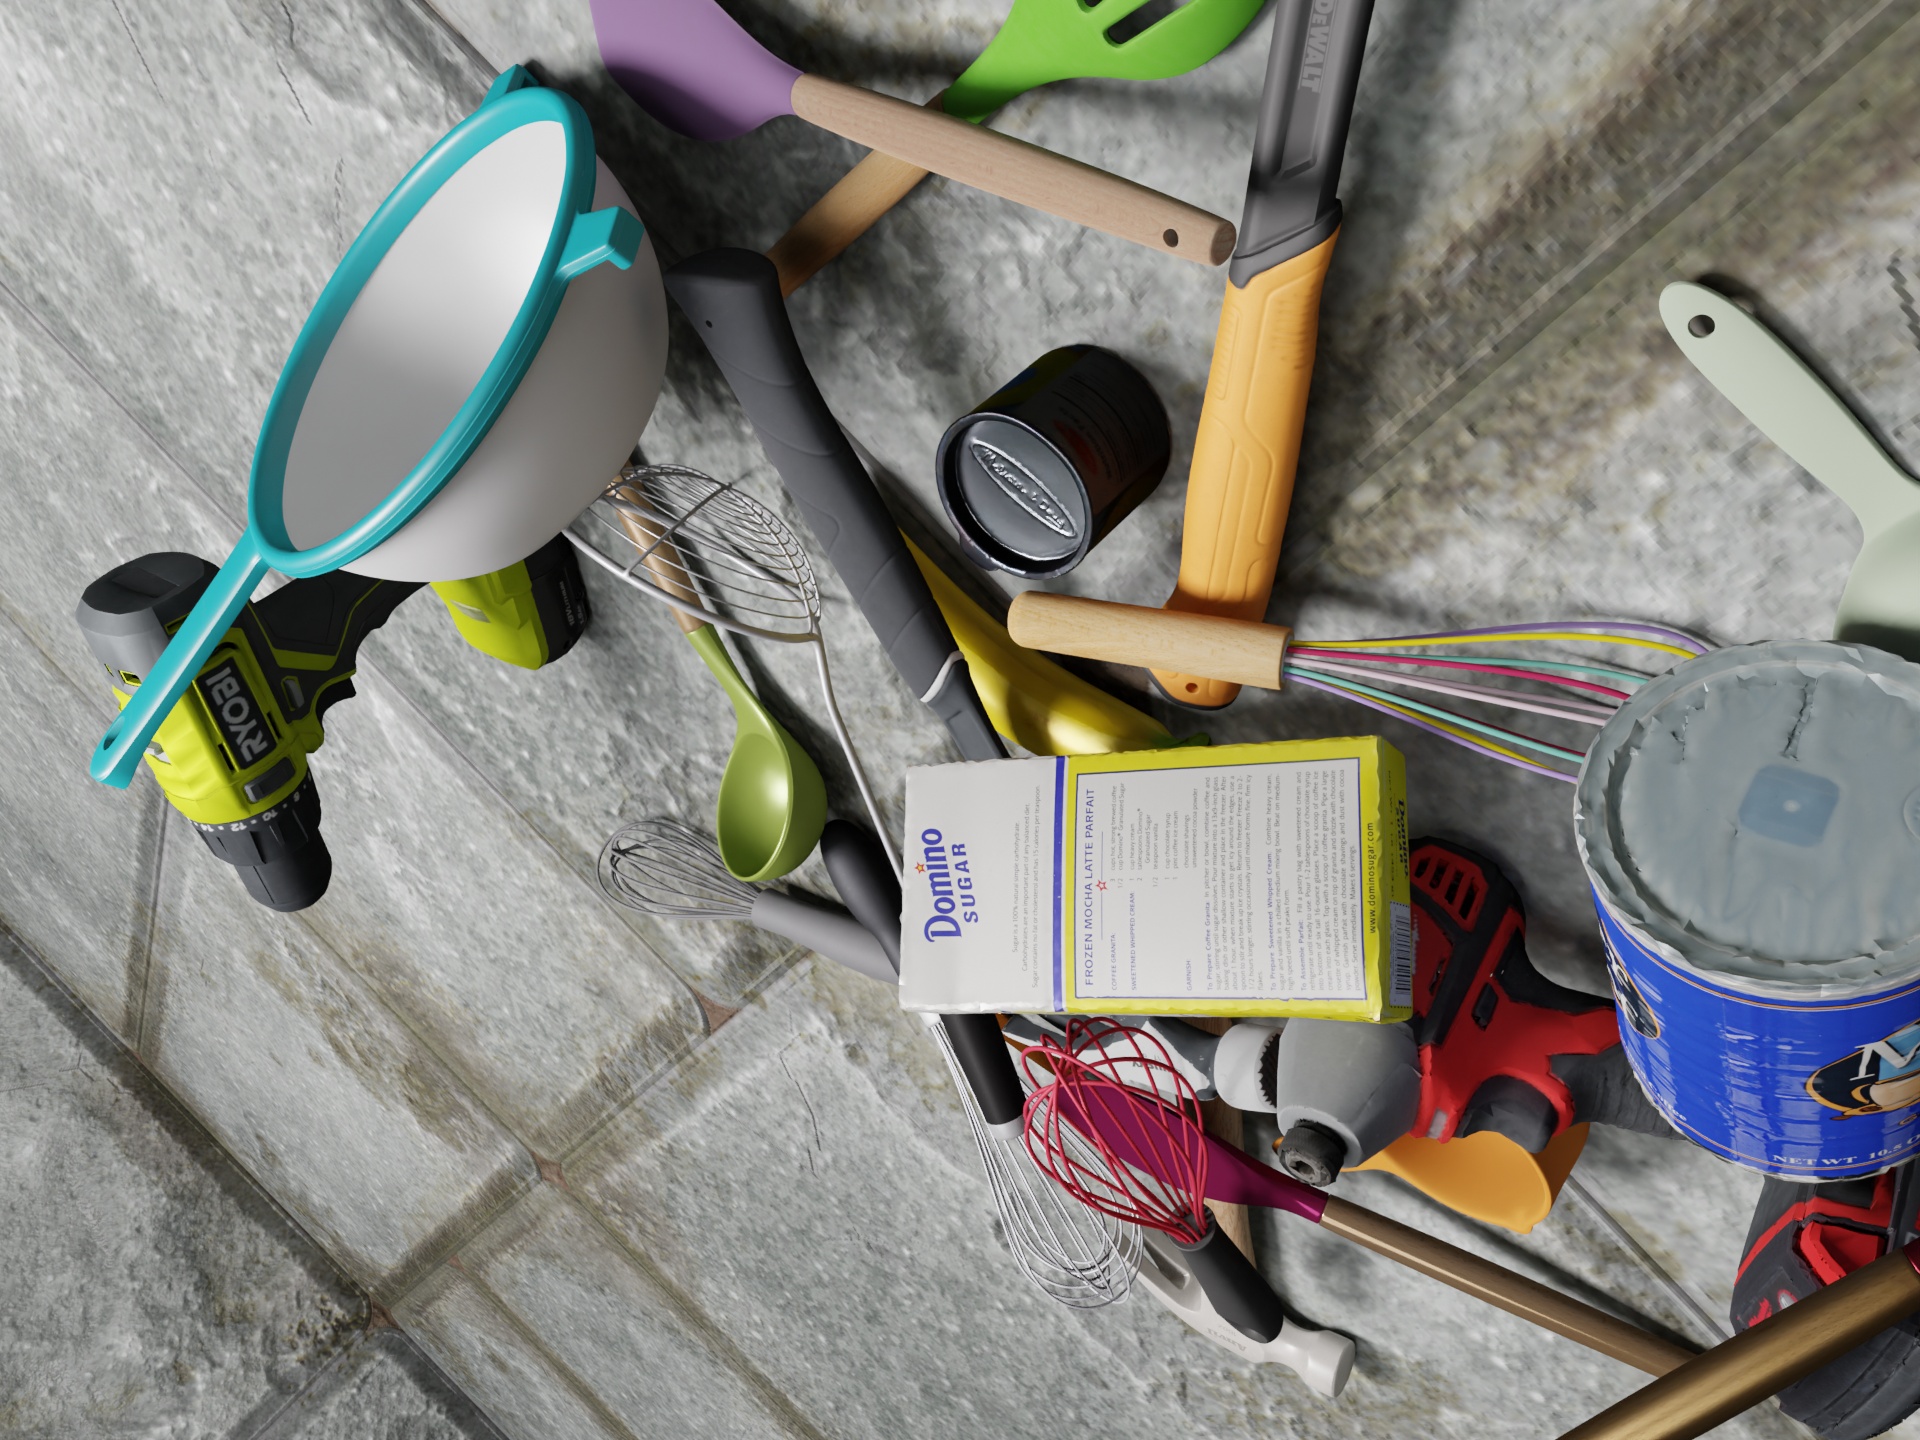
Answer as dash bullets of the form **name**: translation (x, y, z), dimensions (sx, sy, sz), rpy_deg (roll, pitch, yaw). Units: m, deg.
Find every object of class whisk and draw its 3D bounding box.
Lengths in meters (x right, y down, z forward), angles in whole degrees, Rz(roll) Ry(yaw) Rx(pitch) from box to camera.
- **whisk**: translation (-0.112, 0.109, 0.903), dimensions (0.239, 0.055, 0.055), rpy_deg (16, 134, 28)
- **whisk**: translation (0.005, 0.174, 0.817), dimensions (0.285, 0.070, 0.070), rpy_deg (58, 143, 7)
- **whisk**: translation (0.097, 0.217, 0.708), dimensions (0.073, 0.073, 0.295), rpy_deg (11, 148, 36)
- **whisk**: translation (0.131, -0.013, 0.534), dimensions (0.245, 0.051, 0.047), rpy_deg (11, 144, 22)

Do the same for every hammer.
- **hammer**: translation (0.104, -0.124, 0.488), dimensions (0.127, 0.034, 0.336), rpy_deg (16, 139, 12)
- **hammer**: translation (-0.001, -0.002, 0.644), dimensions (0.149, 0.036, 0.408), rpy_deg (-4, 123, 48)
- **hammer**: translation (0.123, 0.206, 0.784), dimensions (0.130, 0.031, 0.331), rpy_deg (14, 132, 34)

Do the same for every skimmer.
- **skimmer**: translation (-0.069, 0.047, 0.731), dimensions (0.090, 0.127, 0.363), rpy_deg (-21, 105, 6)

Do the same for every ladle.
- **ladle**: translation (-0.150, -0.063, 0.774), dimensions (0.078, 0.062, 0.320), rpy_deg (3, 124, 55)
- **ladle**: translation (0.248, 0.168, 0.452), dimensions (0.315, 0.031, 0.069), rpy_deg (-42, 78, 20)

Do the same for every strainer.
- **strainer**: translation (-0.225, -0.088, 0.647), dimensions (0.095, 0.340, 0.211), rpy_deg (29, -162, -41)

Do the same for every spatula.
- **spatula**: translation (-0.035, -0.200, 0.529), dimensions (0.316, 0.018, 0.059), rpy_deg (33, 143, 36)

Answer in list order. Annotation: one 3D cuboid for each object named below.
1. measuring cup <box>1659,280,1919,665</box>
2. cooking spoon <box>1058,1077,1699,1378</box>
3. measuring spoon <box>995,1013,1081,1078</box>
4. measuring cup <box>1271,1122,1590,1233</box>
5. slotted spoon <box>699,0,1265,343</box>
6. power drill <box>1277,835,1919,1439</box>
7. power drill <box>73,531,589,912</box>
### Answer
- **measuring cup**: translation (0.245, -0.052, 0.428), dimensions (0.167, 0.038, 0.083), rpy_deg (44, 142, -2)
- **cooking spoon**: translation (0.189, 0.232, 0.721), dimensions (0.319, 0.017, 0.068), rpy_deg (21, 142, 17)
- **measuring spoon**: translation (0.043, 0.173, 0.848), dimensions (0.117, 0.011, 0.021), rpy_deg (34, 142, 21)
- **measuring cup**: translation (0.190, 0.164, 0.672), dimensions (0.095, 0.052, 0.173), rpy_deg (46, 155, -2)
- **slotted spoon**: translation (-0.014, -0.196, 0.551), dimensions (0.070, 0.031, 0.314), rpy_deg (52, 144, -14)
- **power drill**: translation (0.219, 0.137, 0.543), dimensions (0.220, 0.143, 0.078), rpy_deg (25, 141, 21)
- **power drill**: translation (-0.300, -0.030, 0.798), dimensions (0.080, 0.228, 0.190), rpy_deg (18, 135, 31)
